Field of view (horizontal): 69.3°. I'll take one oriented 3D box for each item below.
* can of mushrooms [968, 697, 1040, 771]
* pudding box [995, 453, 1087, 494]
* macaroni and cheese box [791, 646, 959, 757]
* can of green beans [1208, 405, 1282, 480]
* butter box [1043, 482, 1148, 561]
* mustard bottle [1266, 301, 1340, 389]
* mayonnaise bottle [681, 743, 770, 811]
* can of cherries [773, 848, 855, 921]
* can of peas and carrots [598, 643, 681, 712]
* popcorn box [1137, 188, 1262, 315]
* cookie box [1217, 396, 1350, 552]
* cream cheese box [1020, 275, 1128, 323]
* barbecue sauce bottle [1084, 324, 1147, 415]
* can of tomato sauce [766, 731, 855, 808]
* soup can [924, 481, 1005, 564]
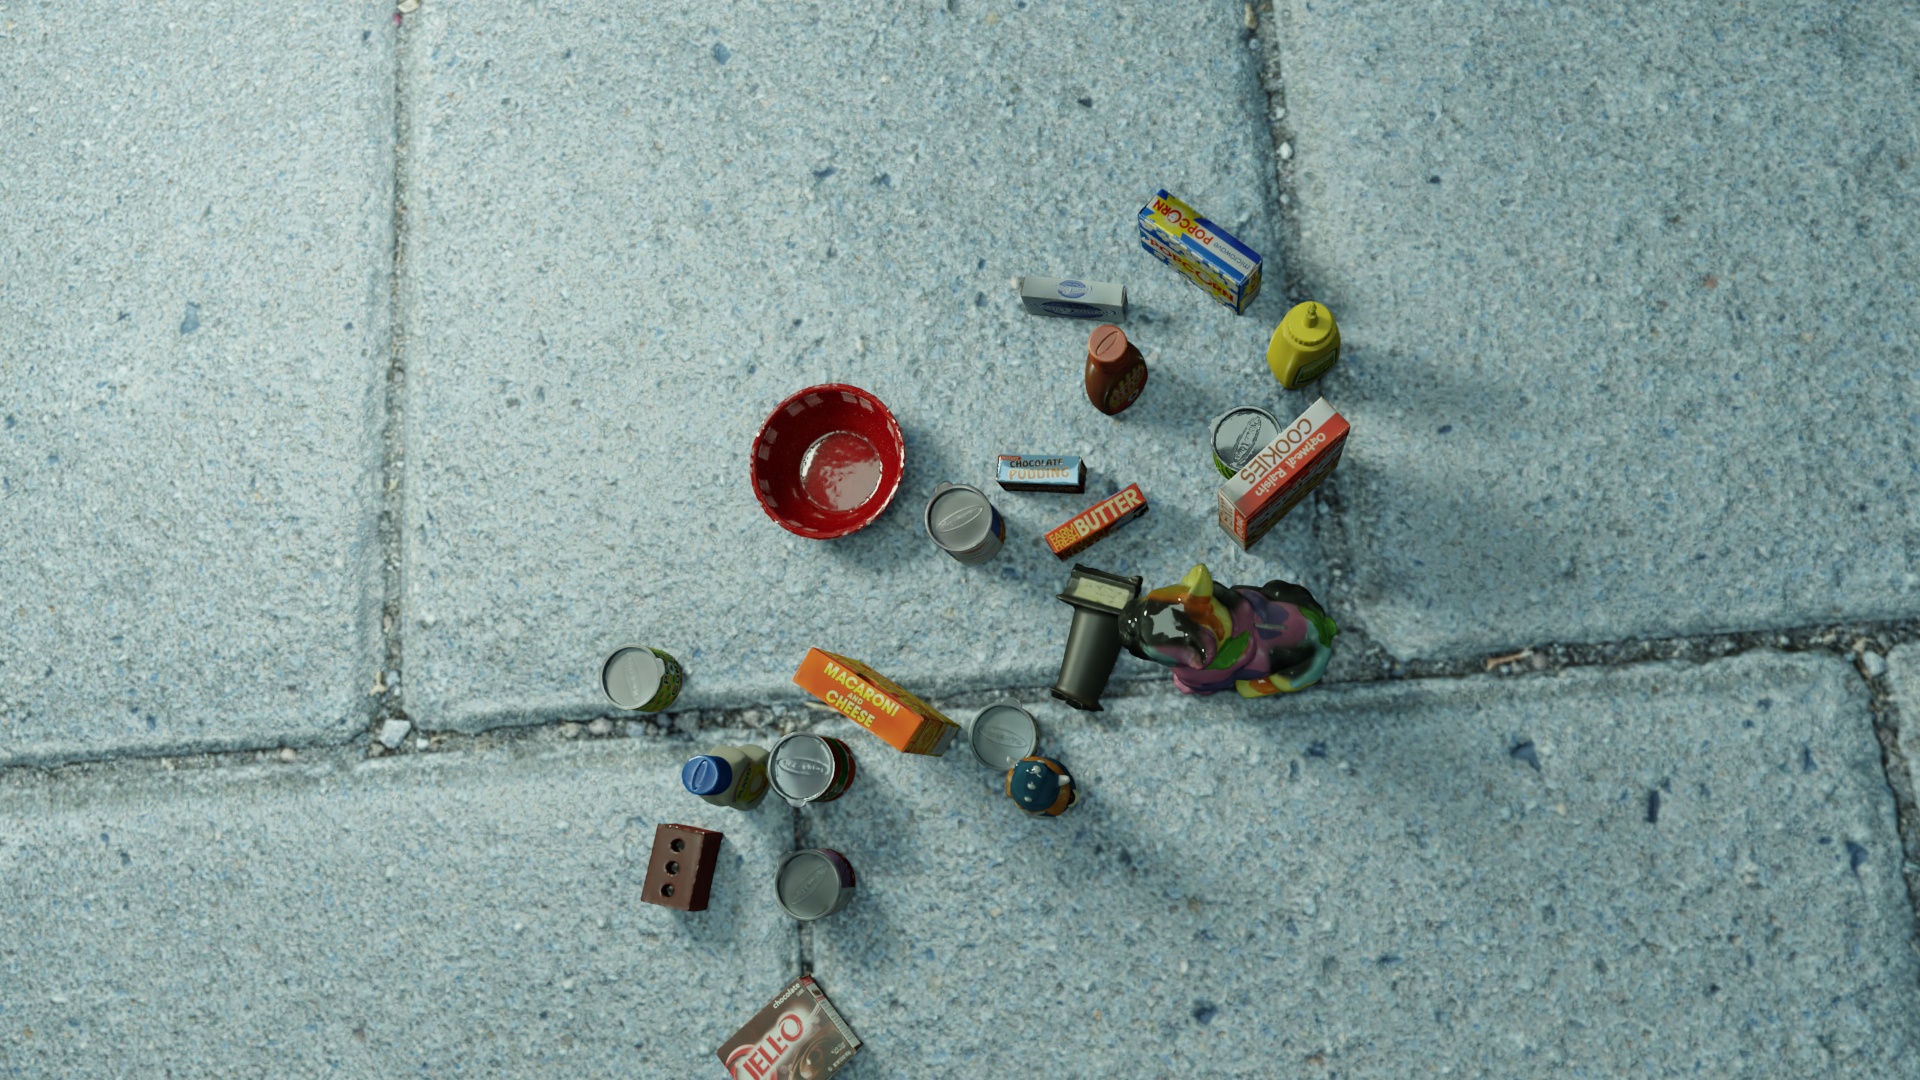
[{"bbox_3d":[0.044,0.187,1.337,0.071,0.033,0.071,-2,79,10],"label":"can of mushrooms"},{"bbox_3d":[0.080,-0.066,1.371,0.084,0.049,0.030,3,80,11],"label":"pudding box"},{"bbox_3d":[-0.076,0.152,1.298,0.124,0.166,0.040,31,87,15],"label":"macaroni and cheese box"},{"bbox_3d":[0.275,-0.091,1.335,0.071,0.057,0.071,-2,79,10],"label":"can of green beans"},{"bbox_3d":[0.133,-0.017,1.350,0.103,0.053,0.024,-30,76,4],"label":"butter box"},{"bbox_3d":[0.321,-0.187,1.292,0.065,0.160,0.049,-30,76,4],"label":"mustard bottle"},{"bbox_3d":[-0.221,0.225,1.320,0.041,0.148,0.065,19,84,14],"label":"mayonnaise bottle"},{"bbox_3d":[-0.140,0.327,1.332,0.071,0.058,0.071,-2,79,10],"label":"can of cherries"},{"bbox_3d":[-0.320,0.139,1.402,0.071,0.058,0.071,-2,79,10],"label":"can of peas and carrots"},{"bbox_3d":[0.236,-0.283,1.366,0.127,0.085,0.038,39,89,15],"label":"popcorn box"},{"bbox_3d":[0.293,-0.056,1.268,0.123,0.167,0.040,-43,75,1],"label":"cookie box"},{"bbox_3d":[0.115,-0.242,1.397,0.104,0.053,0.024,8,81,12],"label":"cream cheese box"},{"bbox_3d":[0.146,-0.166,1.327,0.044,0.148,0.065,43,90,15],"label":"barbecue sauce bottle"},{"bbox_3d":[-0.142,0.221,1.340,0.071,0.083,0.071,-2,79,10],"label":"can of tomato sauce"},{"bbox_3d":[0.005,-0.017,1.358,0.071,0.083,0.071,-2,79,10],"label":"soup can"}]
